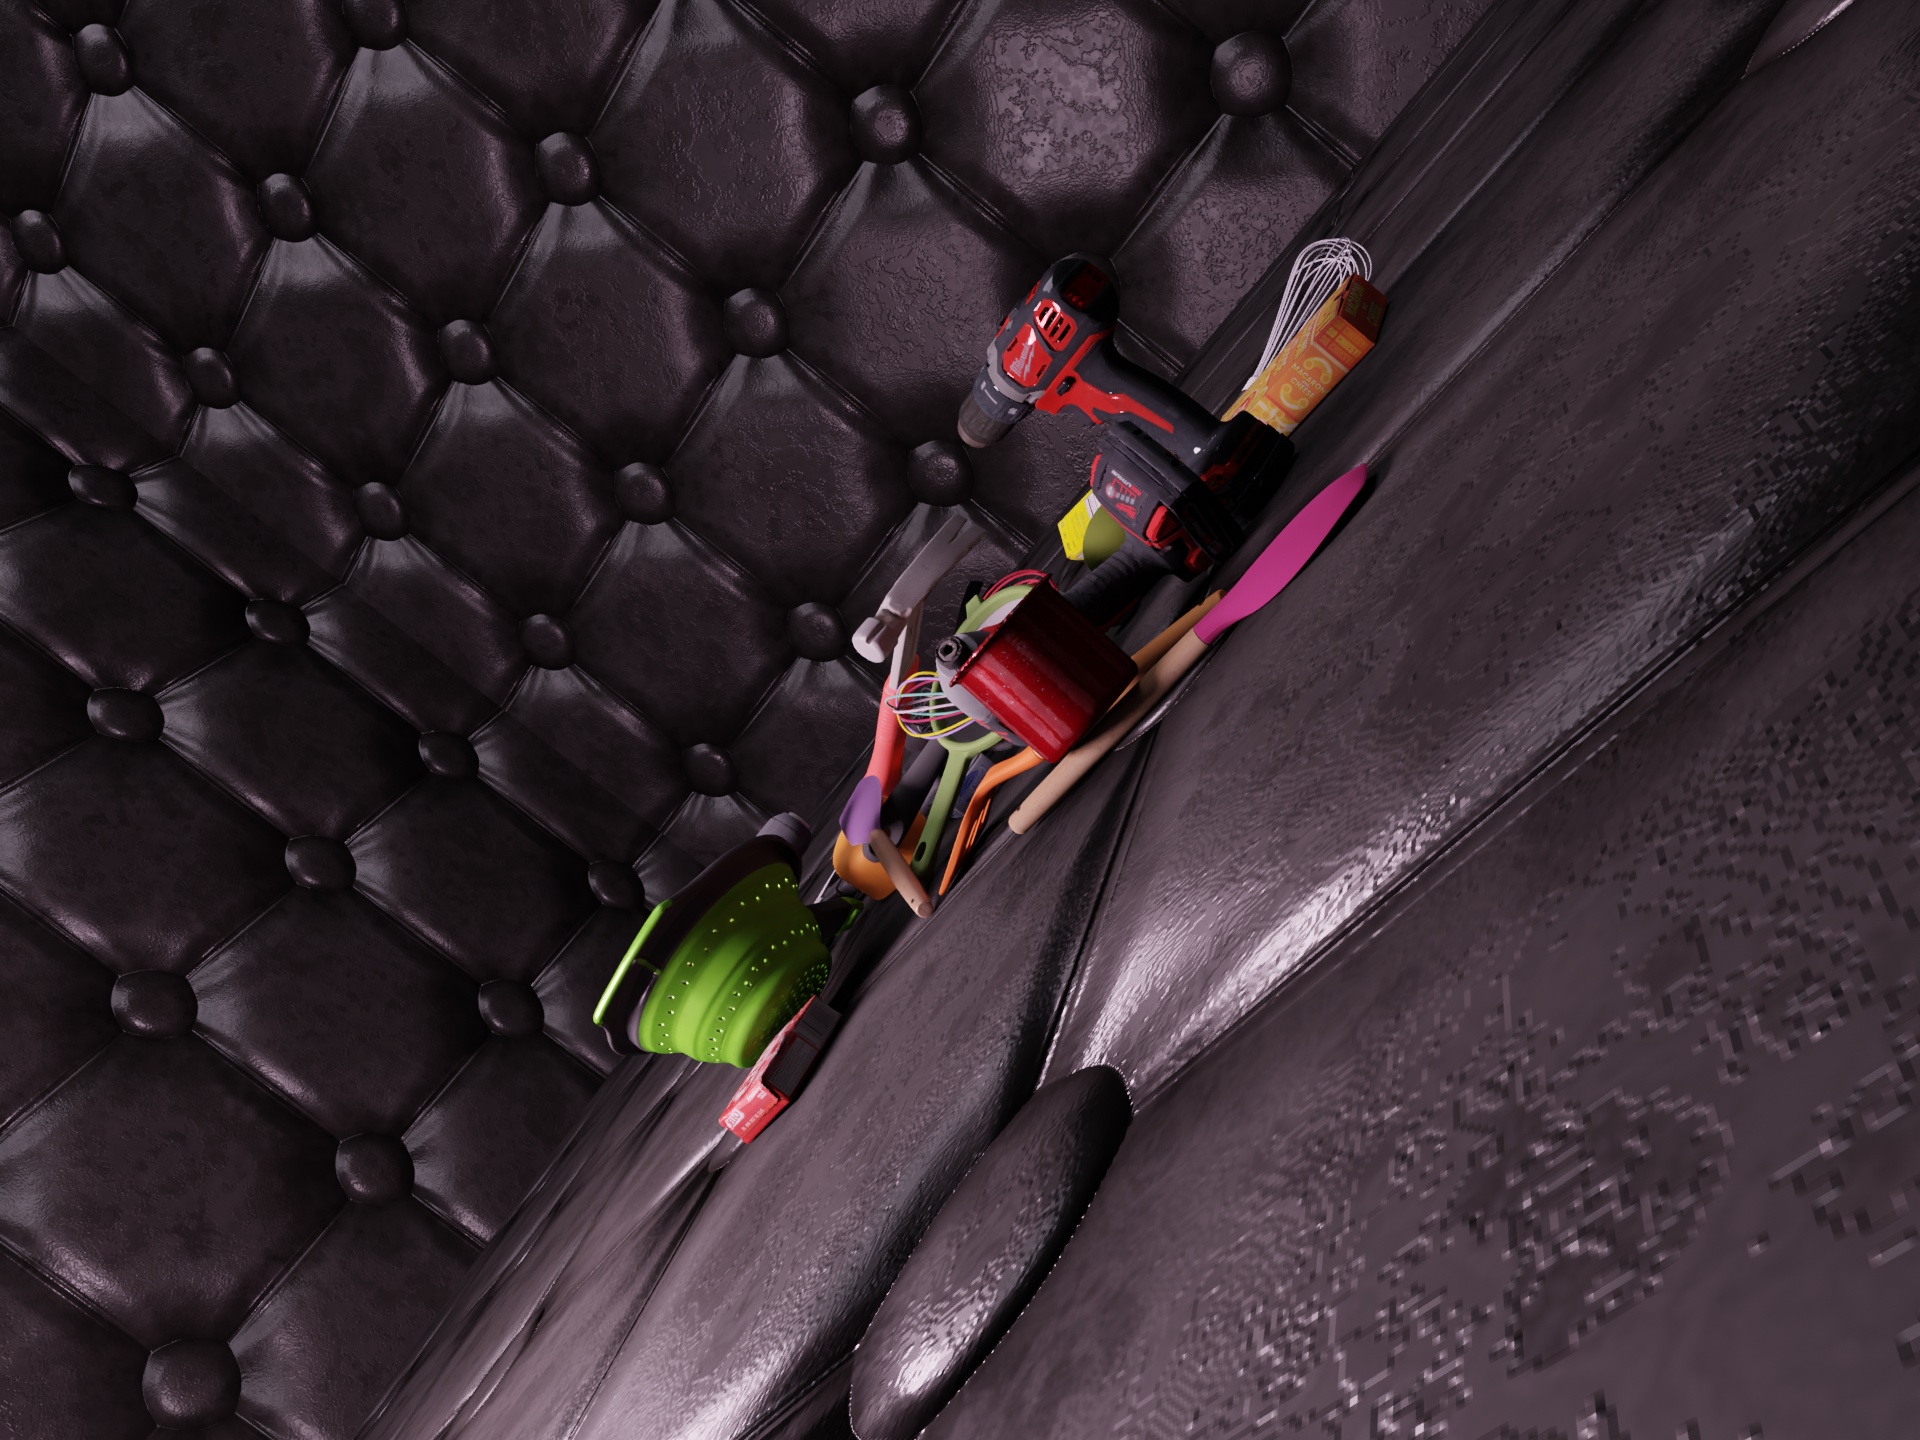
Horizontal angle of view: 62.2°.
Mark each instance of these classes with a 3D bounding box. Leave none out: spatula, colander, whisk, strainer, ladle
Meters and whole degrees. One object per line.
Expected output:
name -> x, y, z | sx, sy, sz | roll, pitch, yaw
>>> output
spatula -> -0.061, 0.100, 1.280 | 0.060, 0.018, 0.316 | -61, 18, 5
colander -> -0.138, 0.196, 1.288 | 0.204, 0.094, 0.397 | -59, -17, 10
spatula -> 0.075, 0.013, 1.062 | 0.322, 0.041, 0.081 | -42, 9, 41
whisk -> 0.291, -0.330, 1.465 | 0.284, 0.070, 0.070 | -57, 5, -9
strainer -> 0.028, 0.017, 1.293 | 0.151, 0.069, 0.256 | 6, 72, 56
whisk -> -0.002, -0.004, 1.387 | 0.296, 0.073, 0.073 | -58, 5, -6
whisk -> -0.035, 0.006, 1.636 | 0.055, 0.055, 0.239 | -52, 1, -14
whisk -> 0.025, -0.023, 1.225 | 0.245, 0.051, 0.047 | -9, 53, 49
ladle -> 0.126, -0.139, 1.465 | 0.078, 0.062, 0.320 | -46, -1, -9

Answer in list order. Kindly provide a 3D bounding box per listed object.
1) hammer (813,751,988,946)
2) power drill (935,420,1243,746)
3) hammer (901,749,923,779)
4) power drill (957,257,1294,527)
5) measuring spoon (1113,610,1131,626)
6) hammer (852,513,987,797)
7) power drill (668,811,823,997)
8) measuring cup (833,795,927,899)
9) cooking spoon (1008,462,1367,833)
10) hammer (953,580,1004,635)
hammer -> -0.043, 0.087, 1.537 | 0.334, 0.035, 0.146 | -49, 6, 28
power drill -> 0.077, -0.085, 1.073 | 0.219, 0.079, 0.143 | -48, -32, 7
hammer -> -0.025, 0.044, 1.708 | 0.127, 0.034, 0.337 | -54, 5, -16
power drill -> 0.111, -0.214, 1.183 | 0.080, 0.226, 0.188 | -54, 6, -36
measuring spoon -> 0.152, -0.111, 1.350 | 0.034, 0.018, 0.124 | -43, 2, 43
hammer -> -0.050, -0.030, 1.403 | 0.149, 0.037, 0.358 | -52, -12, -27
power drill -> -0.189, 0.189, 1.424 | 0.190, 0.080, 0.228 | -53, -16, -16
measuring cup -> -0.064, 0.076, 1.449 | 0.095, 0.052, 0.174 | -30, 35, 52
cooking spoon -> 0.126, -0.033, 0.934 | 0.318, 0.017, 0.069 | -48, 8, 31
hammer -> 0.037, -0.072, 1.596 | 0.331, 0.033, 0.128 | -15, -65, -78
